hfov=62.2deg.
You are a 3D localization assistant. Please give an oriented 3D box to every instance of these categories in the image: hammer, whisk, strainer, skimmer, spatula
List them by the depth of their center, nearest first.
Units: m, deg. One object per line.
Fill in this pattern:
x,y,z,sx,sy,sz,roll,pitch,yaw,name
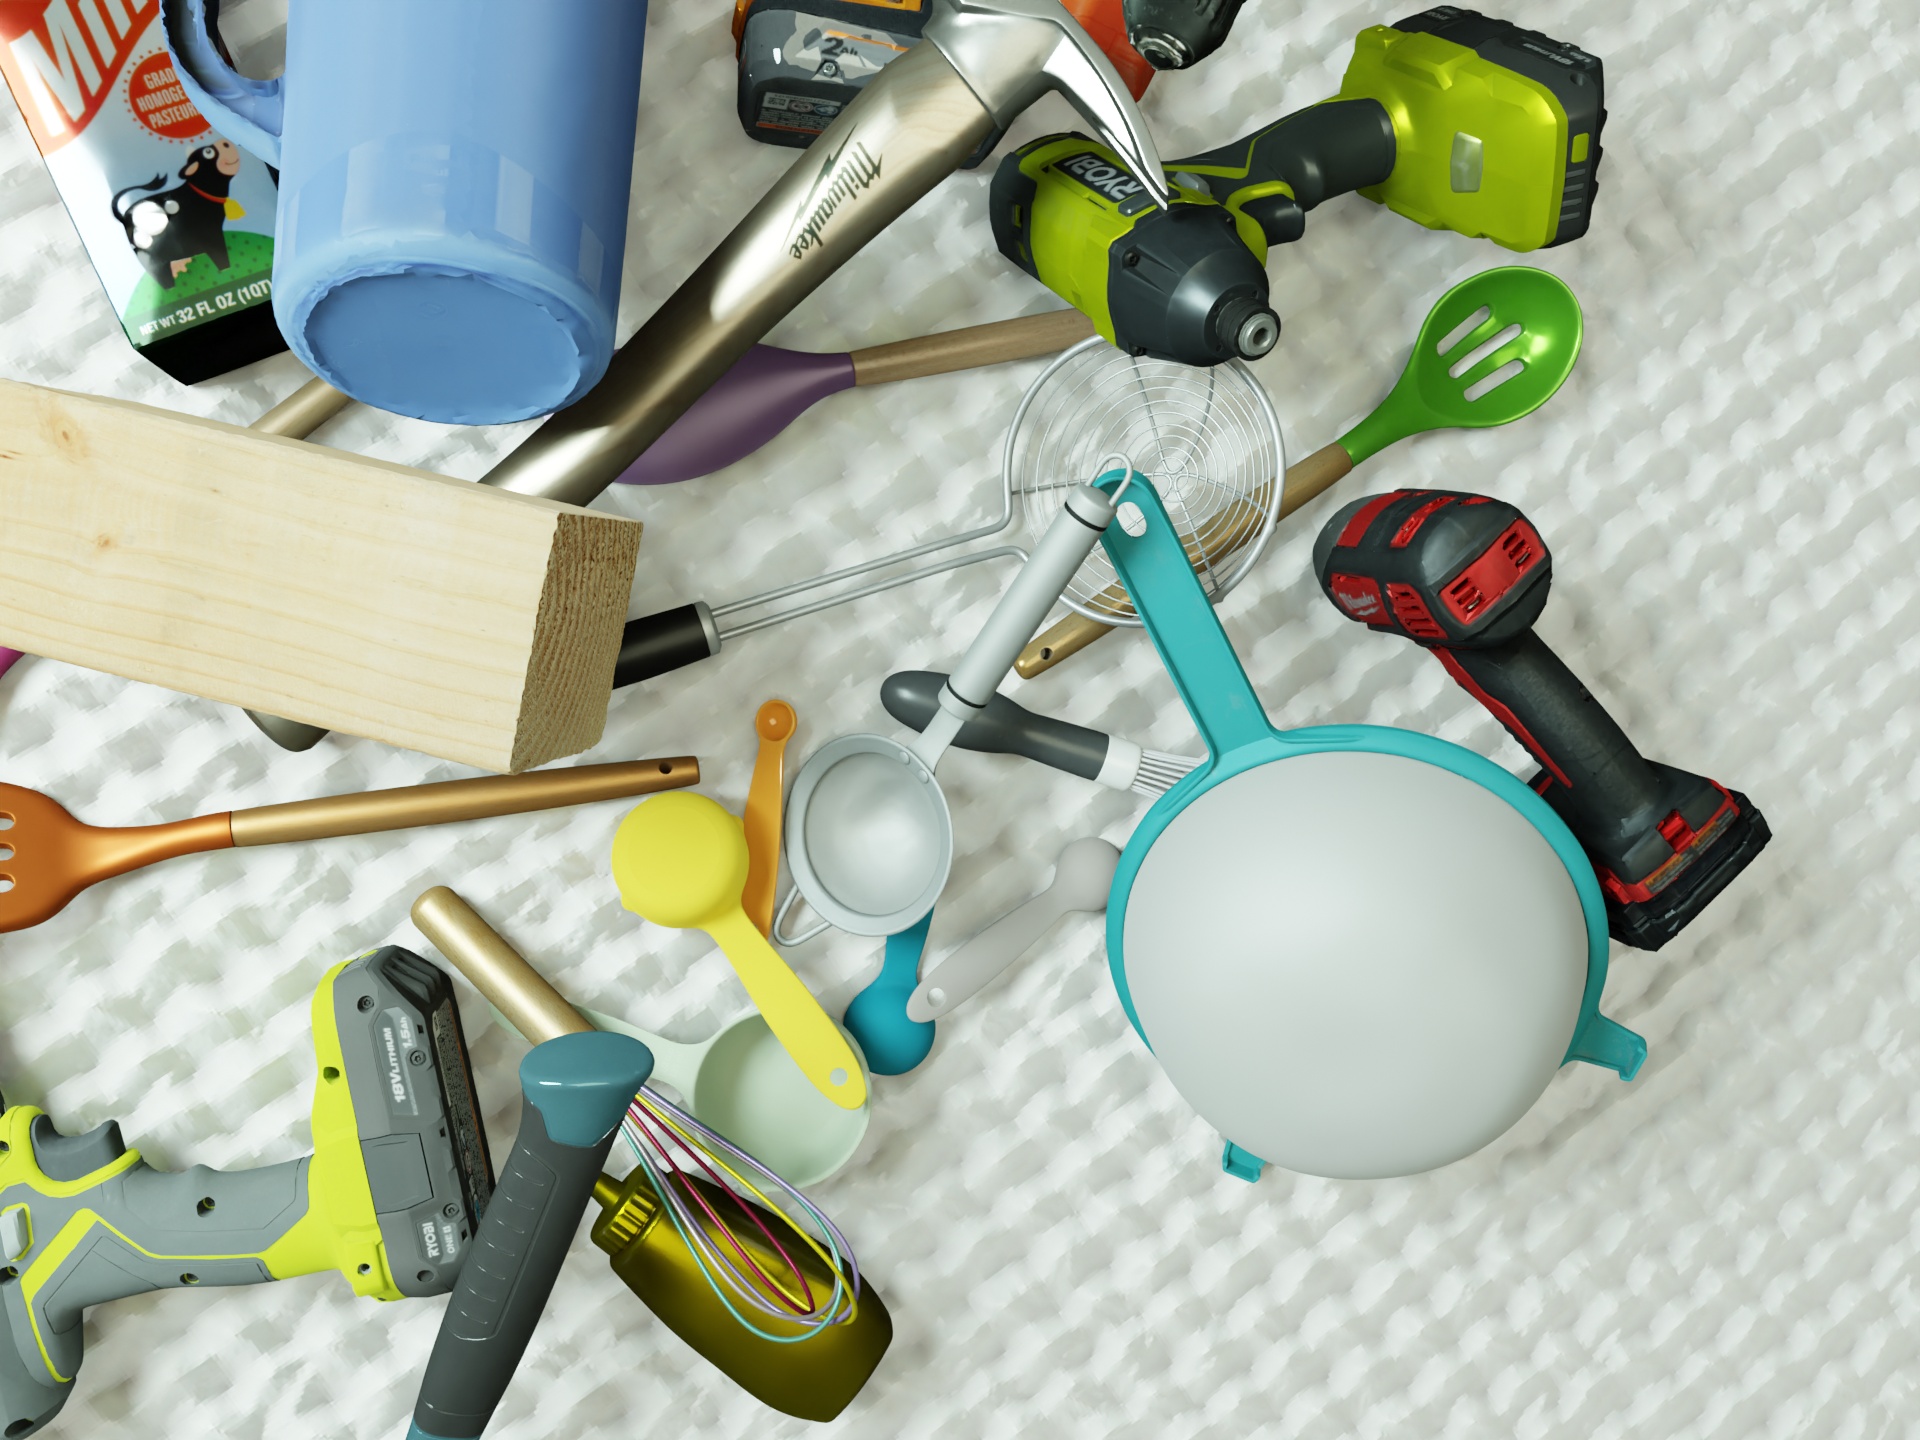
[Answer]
-0.191,0.255,0.603,0.128,0.033,0.331,17,110,-23,hammer
-0.113,-0.122,0.607,0.410,0.038,0.146,-40,88,9,hammer
0.130,0.061,0.635,0.211,0.095,0.340,-22,108,22,strainer
-0.266,0.037,0.635,0.322,0.041,0.081,-7,67,-14,spatula
-0.134,0.157,0.641,0.245,0.047,0.051,42,77,9,whisk
-0.001,-0.002,0.650,0.087,0.050,0.258,45,119,21,strainer
-0.046,-0.062,0.655,0.363,0.090,0.127,-19,87,-10,skimmer
-0.022,-0.156,0.695,0.316,0.018,0.060,-14,95,-10,spatula
0.099,0.029,0.710,0.284,0.070,0.070,17,88,-7,whisk

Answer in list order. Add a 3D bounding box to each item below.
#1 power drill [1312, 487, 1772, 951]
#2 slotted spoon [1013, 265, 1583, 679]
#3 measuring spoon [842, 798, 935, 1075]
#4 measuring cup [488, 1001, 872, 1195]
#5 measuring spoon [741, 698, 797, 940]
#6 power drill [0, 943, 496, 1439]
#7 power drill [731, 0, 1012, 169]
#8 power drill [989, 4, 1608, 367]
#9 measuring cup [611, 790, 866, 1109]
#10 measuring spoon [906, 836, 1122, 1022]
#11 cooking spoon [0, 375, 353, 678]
0.241,-0.010,0.702,0.078,0.143,0.219,-43,106,-4,power drill
0.154,-0.110,0.731,0.314,0.031,0.070,-34,98,-8,slotted spoon
-0.022,0.095,0.700,0.042,0.021,0.128,11,90,-13,measuring spoon
-0.118,0.145,0.679,0.167,0.038,0.083,17,85,2,measuring cup
-0.084,0.049,0.691,0.021,0.011,0.117,8,92,24,measuring spoon
-0.311,0.162,0.613,0.228,0.080,0.190,-11,94,-9,power drill
-0.014,-0.356,0.661,0.164,0.084,0.226,3,87,-13,power drill
0.146,-0.217,0.660,0.223,0.171,0.080,-24,132,-14,power drill
-0.088,0.094,0.654,0.062,0.029,0.157,-36,76,-11,measuring cup
0.027,0.095,0.704,0.124,0.018,0.034,-36,99,-19,measuring spoon
-0.349,-0.052,0.627,0.319,0.017,0.068,-41,113,-8,cooking spoon
